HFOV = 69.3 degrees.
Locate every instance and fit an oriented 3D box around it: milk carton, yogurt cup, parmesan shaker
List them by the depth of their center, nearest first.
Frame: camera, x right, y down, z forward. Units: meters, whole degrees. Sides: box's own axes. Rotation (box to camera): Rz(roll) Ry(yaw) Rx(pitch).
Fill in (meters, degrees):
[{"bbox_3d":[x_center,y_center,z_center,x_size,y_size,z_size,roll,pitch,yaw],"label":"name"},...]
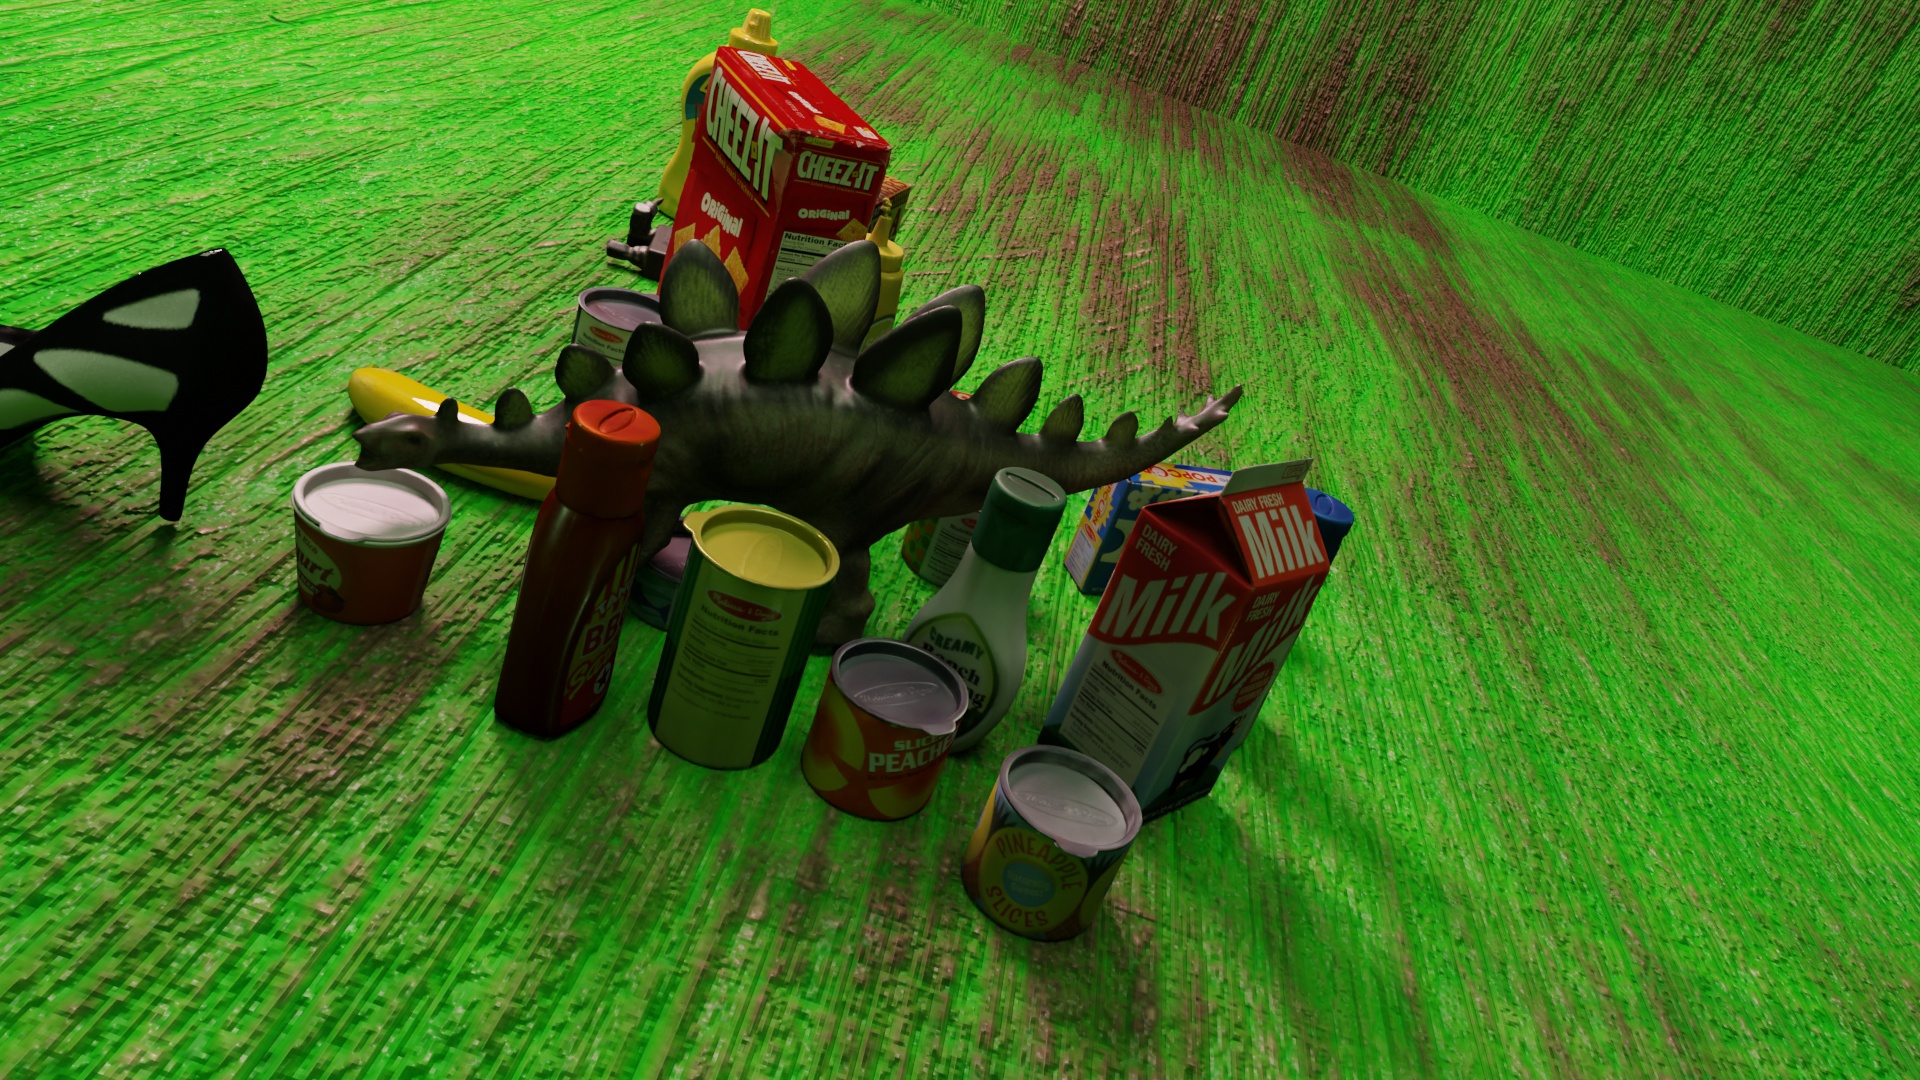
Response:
[{"bbox_3d":[-0.103,0.043,0.636,0.071,0.102,0.071,16,28,-9],"label":"parmesan shaker"},{"bbox_3d":[-0.276,0.002,0.645,0.072,0.053,0.073,16,28,-9],"label":"yogurt cup"},{"bbox_3d":[0.117,0.042,0.692,0.072,0.189,0.073,-11,41,-45],"label":"milk carton"}]

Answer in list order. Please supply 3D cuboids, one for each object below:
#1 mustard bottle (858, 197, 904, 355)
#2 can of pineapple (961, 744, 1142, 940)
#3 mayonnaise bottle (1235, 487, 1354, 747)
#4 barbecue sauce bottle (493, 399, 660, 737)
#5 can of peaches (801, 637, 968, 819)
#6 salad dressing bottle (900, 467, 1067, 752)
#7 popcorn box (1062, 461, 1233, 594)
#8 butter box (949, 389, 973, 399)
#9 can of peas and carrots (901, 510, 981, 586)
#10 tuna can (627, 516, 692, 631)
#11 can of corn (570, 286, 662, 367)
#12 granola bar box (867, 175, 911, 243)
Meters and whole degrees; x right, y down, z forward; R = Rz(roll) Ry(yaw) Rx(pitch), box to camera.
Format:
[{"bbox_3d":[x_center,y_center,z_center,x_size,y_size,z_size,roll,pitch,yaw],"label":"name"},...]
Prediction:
[{"bbox_3d":[-0.072,-0.158,0.955,0.049,0.159,0.065,30,29,17],"label":"mustard bottle"},{"bbox_3d":[0.039,0.135,0.617,0.071,0.057,0.071,16,28,-9],"label":"can of pineapple"},{"bbox_3d":[0.172,0.042,0.775,0.041,0.147,0.065,23,27,5],"label":"mayonnaise bottle"},{"bbox_3d":[-0.164,0.011,0.603,0.044,0.147,0.065,23,27,4],"label":"barbecue sauce bottle"},{"bbox_3d":[-0.035,0.089,0.648,0.071,0.057,0.071,16,28,-9],"label":"can of peaches"},{"bbox_3d":[0.010,0.035,0.679,0.064,0.147,0.044,29,28,15],"label":"salad dressing bottle"},{"bbox_3d":[0.141,-0.005,0.905,0.127,0.084,0.038,6,31,-26],"label":"popcorn box"},{"bbox_3d":[0.001,-0.055,0.936,0.024,0.053,0.104,13,29,-15],"label":"butter box"},{"bbox_3d":[0.003,-0.011,0.851,0.071,0.058,0.071,16,28,-9],"label":"can of peas and carrots"},{"bbox_3d":[-0.144,0.017,0.730,0.071,0.032,0.071,16,28,-9],"label":"tuna can"},{"bbox_3d":[-0.219,-0.126,0.907,0.071,0.058,0.071,16,28,-9],"label":"can of corn"},{"bbox_3d":[-0.098,-0.208,1.065,0.039,0.123,0.166,24,28,6],"label":"granola bar box"}]
